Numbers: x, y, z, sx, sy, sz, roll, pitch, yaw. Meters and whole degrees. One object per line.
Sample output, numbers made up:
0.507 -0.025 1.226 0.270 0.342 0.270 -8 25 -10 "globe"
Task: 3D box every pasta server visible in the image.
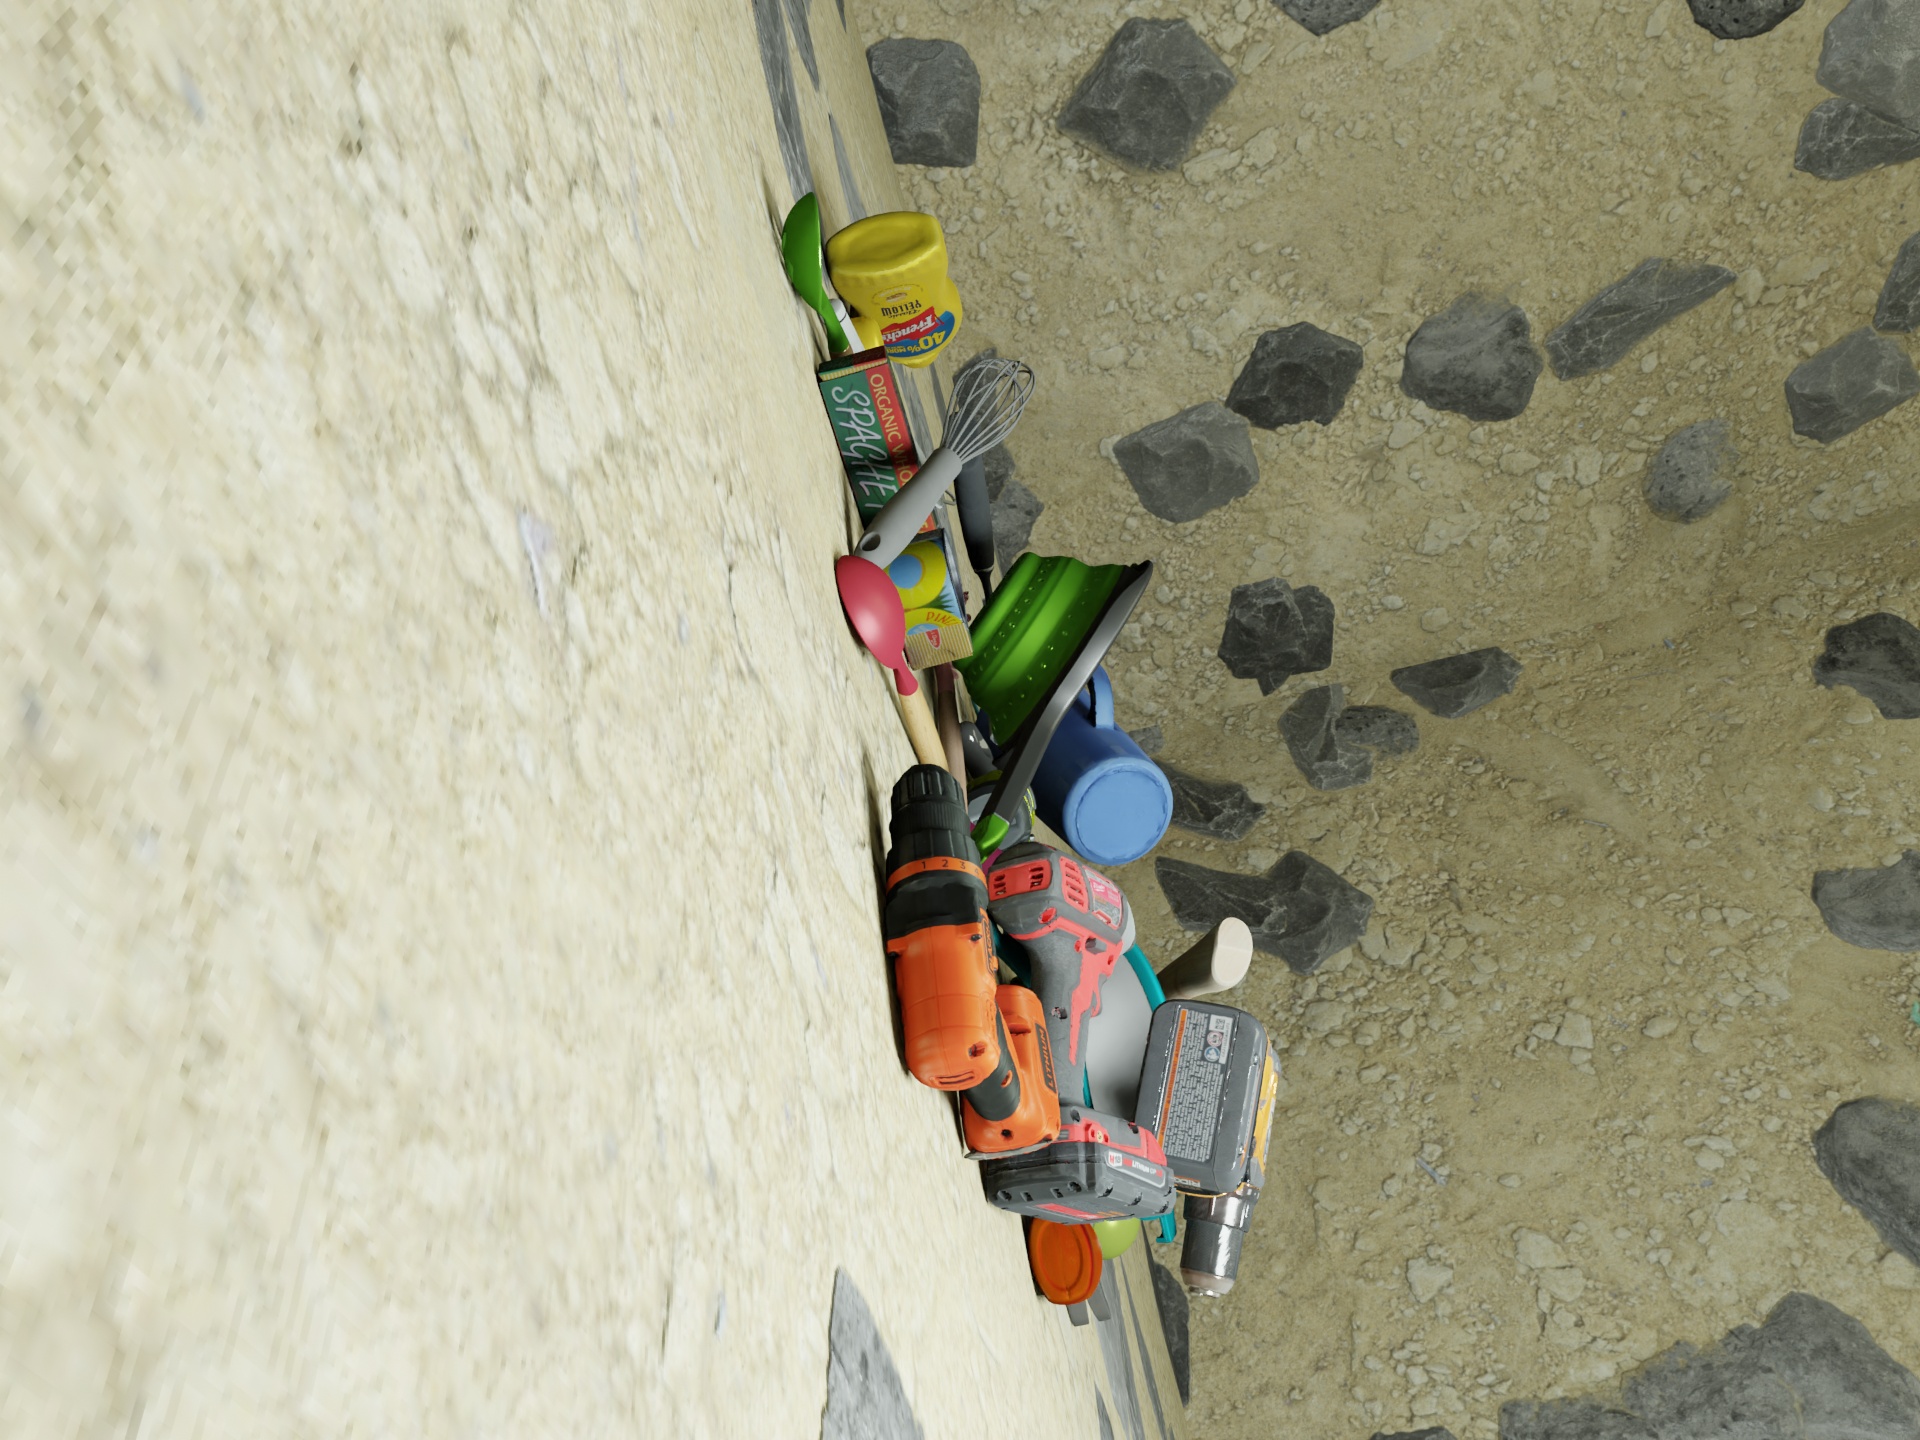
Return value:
-0.002 -0.004 1.299 0.317 0.040 0.060 -95 178 -53 "pasta server"

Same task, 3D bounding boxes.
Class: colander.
0.035 -0.025 1.196 0.094 0.204 0.397 34 35 -3 "colander"

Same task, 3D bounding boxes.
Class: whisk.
0.052 0.111 1.523 0.073 0.073 0.295 -97 166 -52 "whisk"
-0.013 -0.175 1.070 0.239 0.055 0.055 -57 144 -38 "whisk"

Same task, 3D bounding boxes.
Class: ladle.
0.109 0.379 1.598 0.078 0.062 0.320 80 -7 -59 "ladle"
-0.031 -0.008 1.048 0.315 0.031 0.069 72 7 -59 "ladle"

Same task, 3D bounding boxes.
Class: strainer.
0.060 0.228 1.139 0.340 0.095 0.211 51 34 -42 "strainer"
-0.063 -0.239 1.224 0.258 0.050 0.087 60 9 -54 "strainer"

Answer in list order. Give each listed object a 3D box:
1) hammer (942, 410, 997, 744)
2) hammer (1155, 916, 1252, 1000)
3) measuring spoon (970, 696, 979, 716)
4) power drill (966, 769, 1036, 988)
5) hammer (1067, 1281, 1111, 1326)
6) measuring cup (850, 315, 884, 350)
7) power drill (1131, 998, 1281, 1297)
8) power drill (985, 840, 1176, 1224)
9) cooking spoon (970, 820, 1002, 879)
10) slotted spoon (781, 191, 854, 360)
0.022 -0.130 1.369 0.408 0.036 0.149 77 9 -63 "hammer"
0.163 0.247 1.405 0.410 0.038 0.146 119 -20 -60 "hammer"
0.027 0.035 1.703 0.042 0.021 0.129 52 17 -77 "measuring spoon"
0.058 0.152 1.359 0.171 0.080 0.223 -48 121 -83 "power drill"
0.089 0.355 1.388 0.359 0.036 0.149 -87 163 -73 "hammer"
-0.063 -0.262 1.325 0.062 0.029 0.156 -95 169 -59 "measuring cup"
0.175 0.302 1.115 0.226 0.084 0.185 55 45 -62 "power drill"
0.075 0.196 1.001 0.143 0.078 0.220 34 48 -50 "power drill"
0.062 0.128 1.232 0.318 0.017 0.069 32 42 -55 "cooking spoon"
-0.081 -0.246 1.119 0.313 0.031 0.070 72 7 -63 "slotted spoon"
